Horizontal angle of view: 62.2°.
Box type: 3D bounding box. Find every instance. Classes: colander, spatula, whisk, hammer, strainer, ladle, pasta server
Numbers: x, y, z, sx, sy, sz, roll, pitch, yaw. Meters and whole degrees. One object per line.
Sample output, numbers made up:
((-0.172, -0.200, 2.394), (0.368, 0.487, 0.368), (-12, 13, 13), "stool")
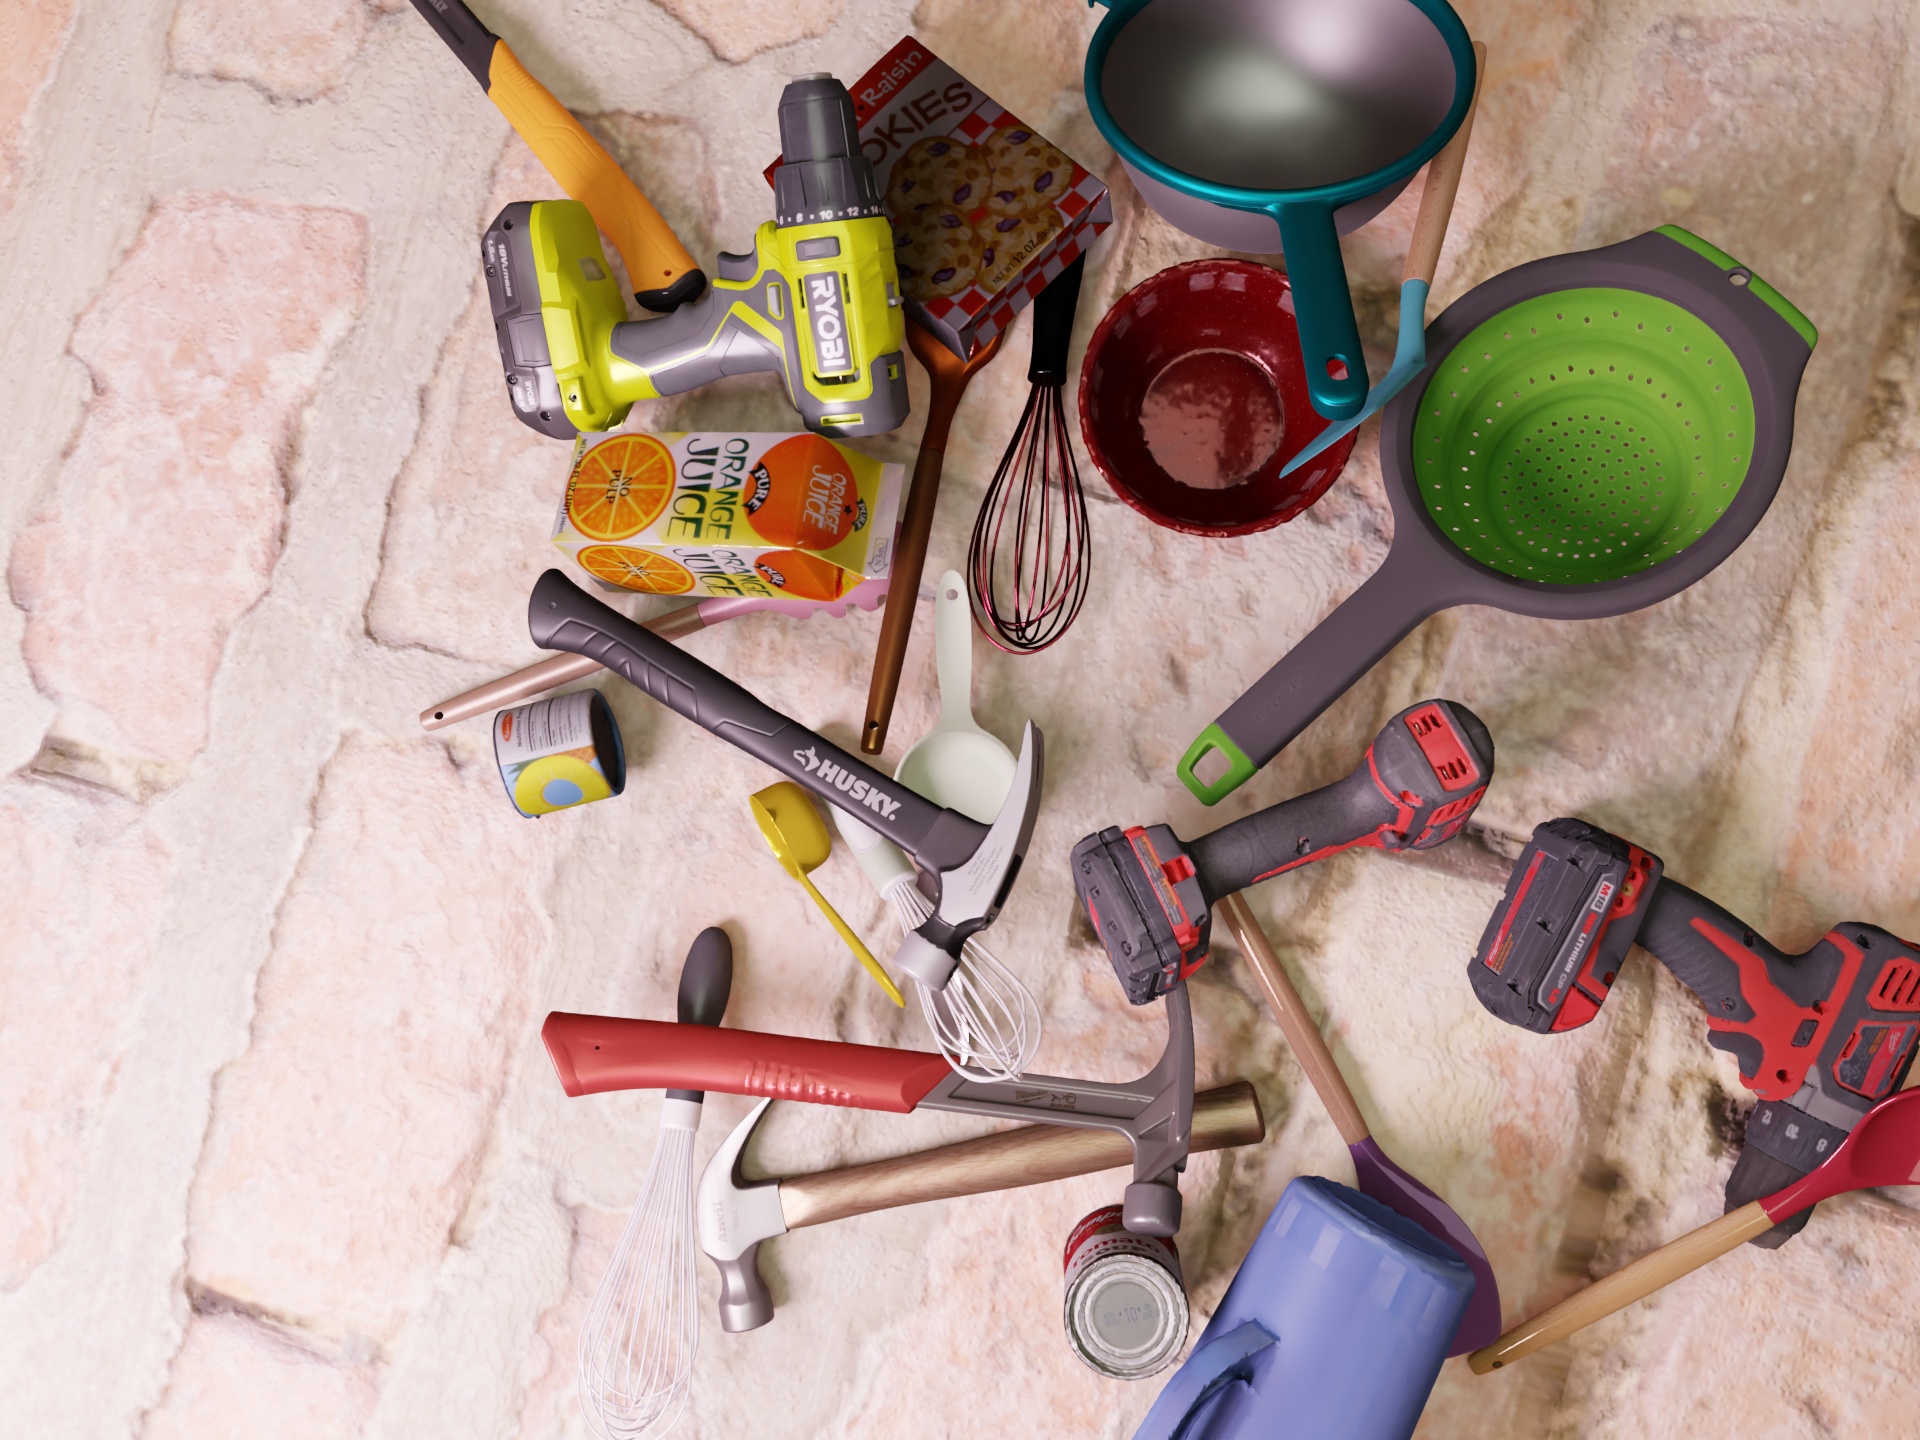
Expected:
((0.283, -0.089, 0.888), (0.397, 0.094, 0.205), (-43, 65, 8), "colander")
((-0.023, -0.137, 0.924), (0.081, 0.041, 0.323), (8, 74, 10), "spatula")
((-0.031, 0.099, 0.891), (0.058, 0.059, 0.247), (-37, 62, 3), "whisk")
((-0.265, -0.389, 0.977), (0.127, 0.034, 0.337), (-40, 85, 2), "hammer")
((0.179, -0.281, 0.873), (0.211, 0.095, 0.341), (-5, 62, 3), "strainer")
((0.410, 0.278, 0.853), (0.315, 0.031, 0.069), (-37, 107, 19), "ladle")
((0.252, -0.268, 0.889), (0.044, 0.082, 0.318), (25, 67, -14), "spatula")
((0.050, -0.182, 0.934), (0.073, 0.073, 0.296), (5, 80, 4), "whisk")
((0.009, 0.255, 0.919), (0.331, 0.031, 0.130), (-12, 86, 3), "hammer")
((0.218, 0.216, 0.912), (0.060, 0.018, 0.316), (-31, 84, 22), "spatula")
((-0.165, 0.256, 0.897), (0.070, 0.070, 0.285), (6, 70, 4), "whisk")
((-0.050, 0.189, 0.884), (0.359, 0.036, 0.149), (7, 60, 0), "hammer")
((-0.178, -0.053, 0.956), (0.316, 0.040, 0.060), (-20, 85, 6), "pasta server")
((-0.108, 0.001, 0.880), (0.335, 0.035, 0.146), (30, 85, 19), "hammer")

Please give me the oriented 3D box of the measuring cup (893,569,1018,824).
((-0.001, -0.003, 0.934), (0.083, 0.038, 0.167), (-2, 84, 4), "measuring cup")

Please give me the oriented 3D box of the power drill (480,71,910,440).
((-0.146, -0.251, 0.898), (0.228, 0.080, 0.190), (-3, 107, 15), "power drill")

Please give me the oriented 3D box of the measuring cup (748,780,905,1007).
((-0.068, 0.097, 0.906), (0.029, 0.062, 0.157), (-32, 65, -18), "measuring cup")

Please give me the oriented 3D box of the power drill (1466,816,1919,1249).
((0.402, 0.171, 0.877), (0.226, 0.080, 0.188), (24, 95, 1), "power drill")

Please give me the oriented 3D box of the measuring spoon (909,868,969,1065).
((-0.009, 0.146, 0.938), (0.034, 0.018, 0.124), (-6, 93, 3), "measuring spoon")

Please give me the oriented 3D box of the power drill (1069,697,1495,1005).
((0.175, 0.069, 0.859), (0.219, 0.143, 0.079), (-24, 70, -2), "power drill")
